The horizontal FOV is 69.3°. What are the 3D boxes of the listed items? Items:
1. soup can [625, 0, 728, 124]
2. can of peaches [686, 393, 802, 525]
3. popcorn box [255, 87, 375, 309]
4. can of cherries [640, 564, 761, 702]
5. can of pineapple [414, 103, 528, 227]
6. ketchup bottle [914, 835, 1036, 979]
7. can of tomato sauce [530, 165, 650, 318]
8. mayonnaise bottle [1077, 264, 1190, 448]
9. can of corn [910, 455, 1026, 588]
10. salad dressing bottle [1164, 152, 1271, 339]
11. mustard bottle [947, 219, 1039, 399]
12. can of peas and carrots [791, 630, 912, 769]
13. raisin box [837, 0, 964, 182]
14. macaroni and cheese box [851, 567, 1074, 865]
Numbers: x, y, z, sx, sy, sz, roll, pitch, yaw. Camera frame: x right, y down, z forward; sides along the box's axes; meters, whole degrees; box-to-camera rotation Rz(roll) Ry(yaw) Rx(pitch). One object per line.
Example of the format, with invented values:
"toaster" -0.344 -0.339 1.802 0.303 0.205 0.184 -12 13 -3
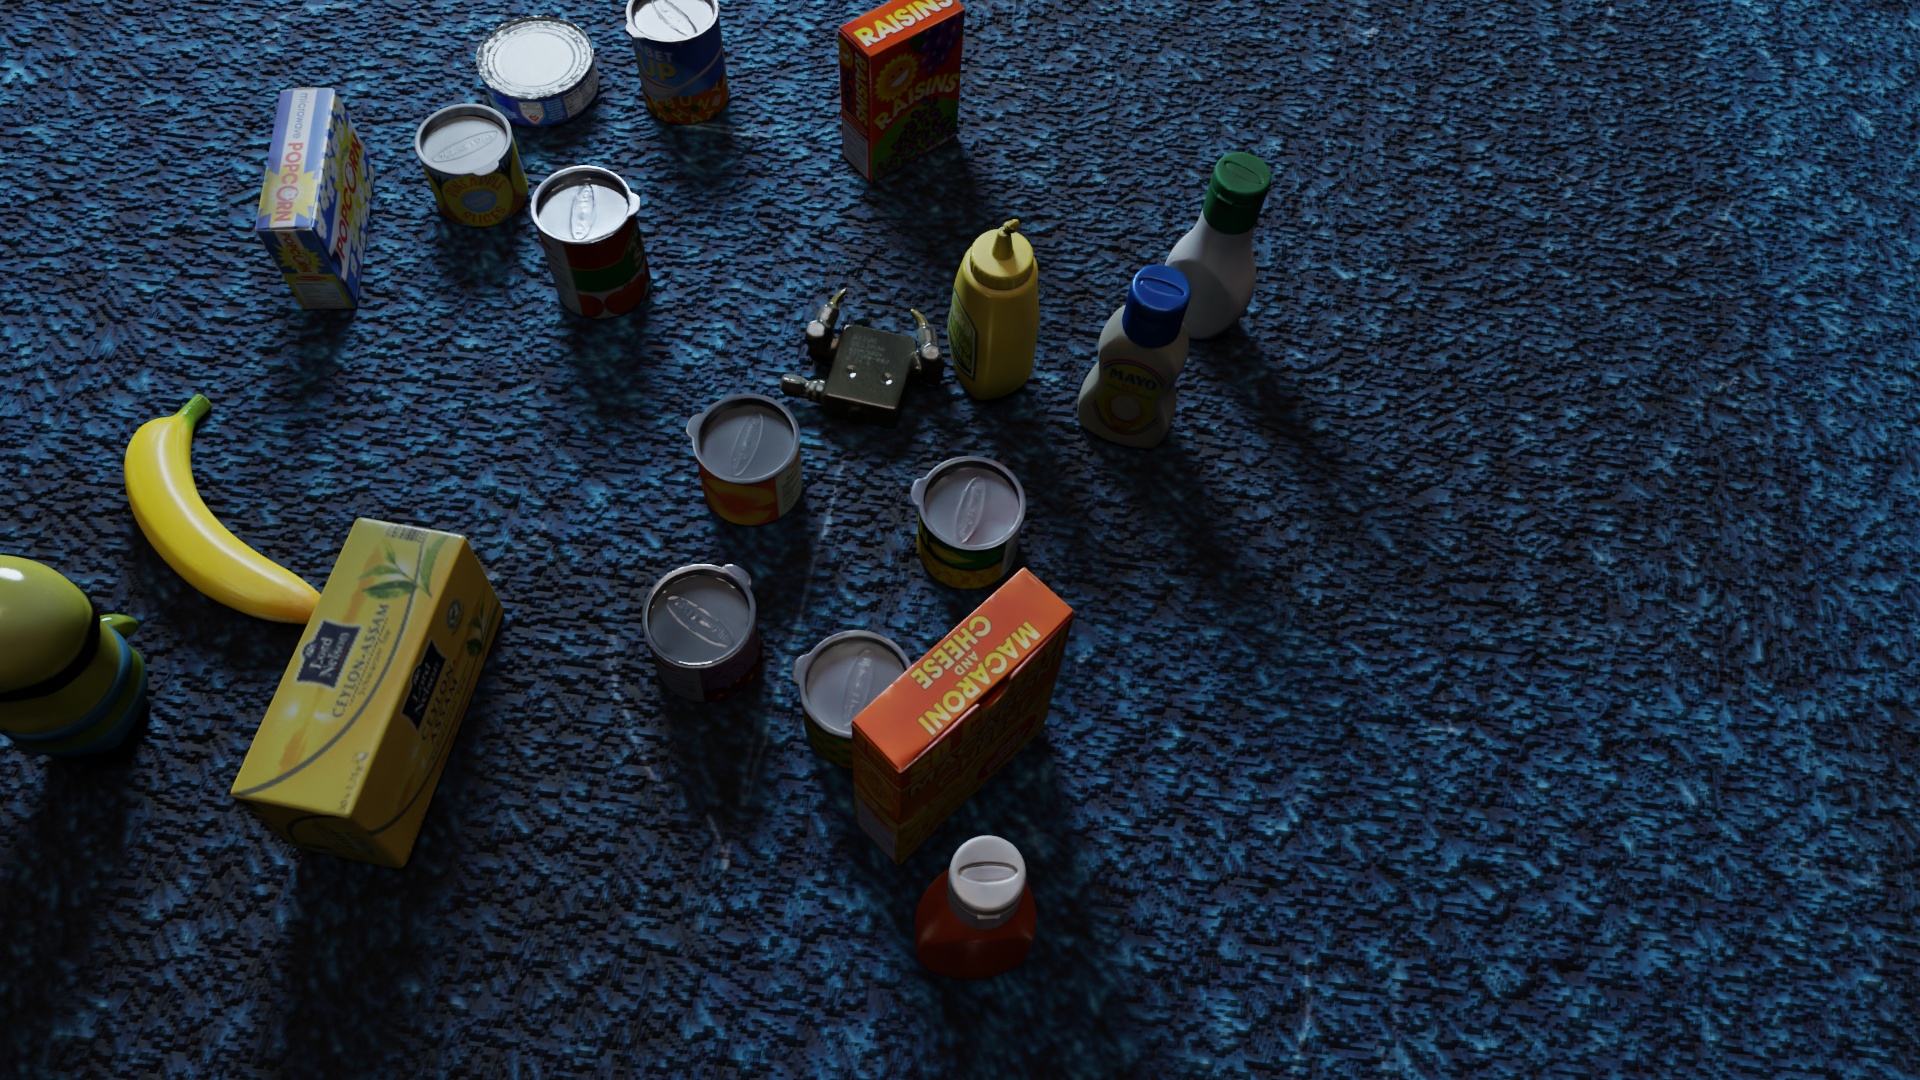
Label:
"soup can" -0.211 -0.361 1.032 0.071 0.083 0.071 1 62 -3
"can of peaches" -0.136 -0.051 0.885 0.071 0.057 0.071 1 62 -3
"popcorn box" -0.438 -0.233 0.948 0.038 0.084 0.127 -3 62 -5
"can of cherries" -0.150 0.055 0.827 0.071 0.058 0.072 1 62 -3
"can of pineapple" -0.346 -0.264 0.986 0.071 0.057 0.071 1 62 -3
"ketchup bottle" 0.010 0.190 0.713 0.065 0.148 0.044 -1 62 -4
"can of tomato sauce" -0.247 -0.201 0.944 0.071 0.082 0.071 1 62 -3
"mayonnaise bottle" 0.114 -0.115 0.883 0.065 0.147 0.041 19 63 7
"can of corn" 0.003 -0.011 0.871 0.071 0.058 0.071 1 62 -3
"salad dressing bottle" 0.173 -0.195 0.930 0.064 0.147 0.044 34 66 14
"mustard bottle" 0.022 -0.154 0.892 0.049 0.159 0.065 -20 65 -13
"can of peas and carrots" -0.062 0.094 0.811 0.071 0.058 0.071 1 62 -3
"raisin box" -0.043 -0.330 1.003 0.086 0.122 0.040 -33 69 -19
"macaroni and cheese box" -0.001 0.100 0.751 0.040 0.165 0.124 42 68 17
